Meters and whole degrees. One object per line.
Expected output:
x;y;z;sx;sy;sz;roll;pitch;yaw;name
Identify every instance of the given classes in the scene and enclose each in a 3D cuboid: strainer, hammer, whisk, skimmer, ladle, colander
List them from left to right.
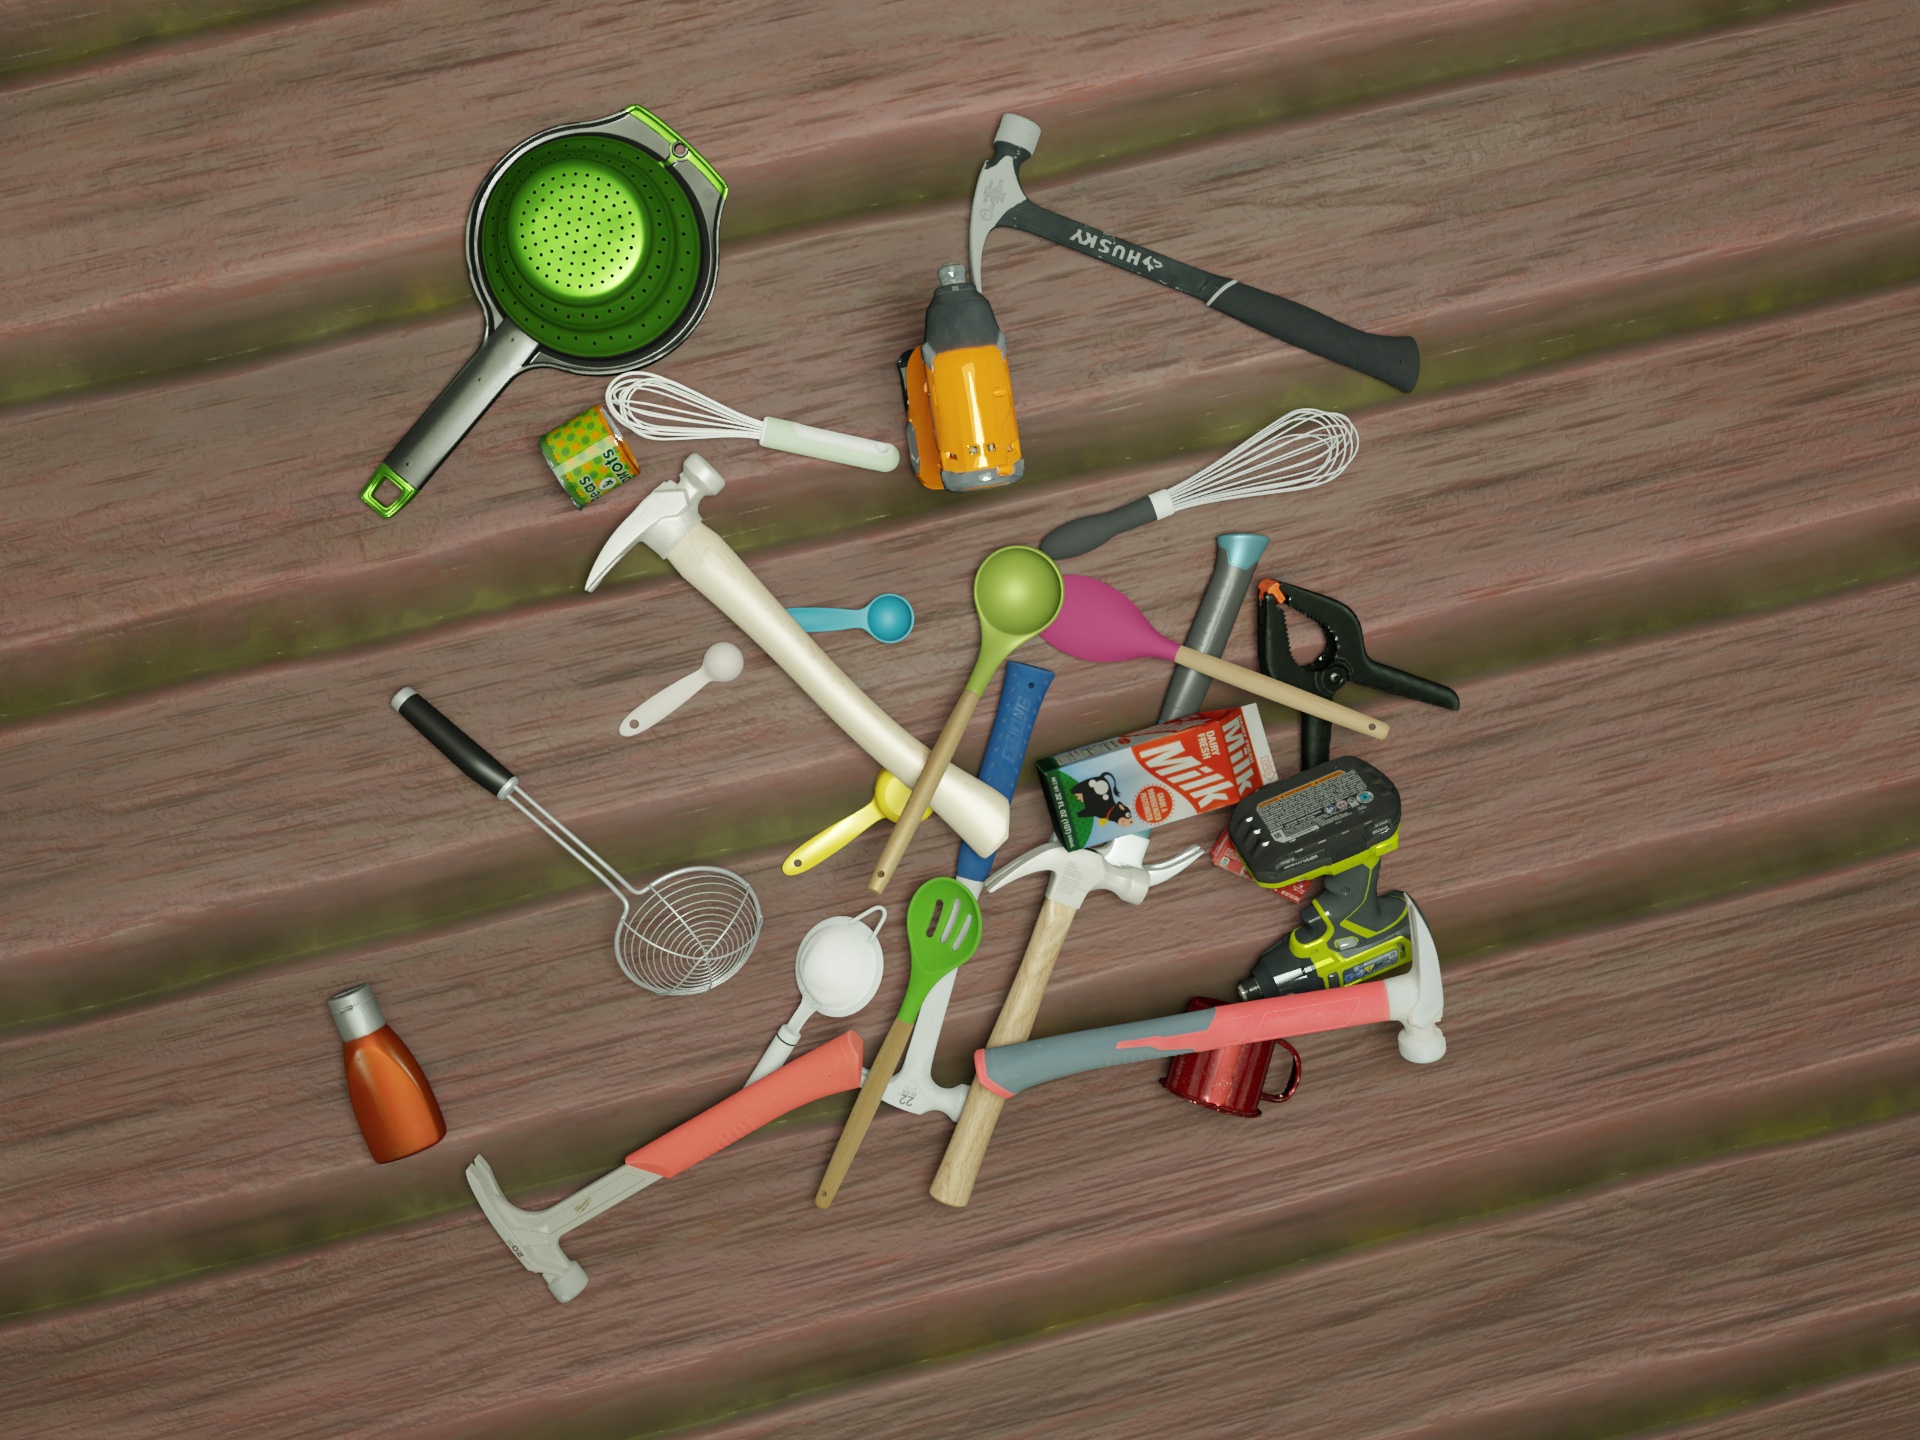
-0.351;-0.320;1.269;0.204;0.094;0.397;41;92;-8;colander
-0.329;0.096;1.353;0.363;0.090;0.127;40;95;2;skimmer
-0.242;0.358;1.363;0.359;0.037;0.149;-31;99;9;hammer
-0.170;-0.243;1.318;0.246;0.058;0.059;11;134;-10;whisk
-0.145;0.267;1.375;0.087;0.050;0.258;38;102;28;strainer
-0.123;-0.029;1.327;0.410;0.038;0.146;44;89;-3;hammer
-0.002;-0.004;1.299;0.078;0.062;0.320;23;70;11;ladle
0.000;0.146;1.380;0.144;0.035;0.405;15;95;-6;hammer
0.044;0.260;1.364;0.130;0.031;0.331;20;94;-9;hammer
0.189;-0.009;1.378;0.128;0.033;0.331;20;95;-6;hammer
0.200;-0.196;1.350;0.284;0.070;0.070;-21;98;3;whisk
0.199;-0.362;1.337;0.409;0.036;0.149;20;96;-7;hammer
0.200;0.242;1.312;0.386;0.038;0.143;-10;109;3;hammer

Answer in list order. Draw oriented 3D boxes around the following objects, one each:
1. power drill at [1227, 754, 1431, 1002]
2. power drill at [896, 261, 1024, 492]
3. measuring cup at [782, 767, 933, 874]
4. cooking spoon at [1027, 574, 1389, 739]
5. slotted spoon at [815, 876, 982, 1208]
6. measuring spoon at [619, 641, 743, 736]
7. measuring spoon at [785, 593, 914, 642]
0.303;0.149;1.342;0.171;0.080;0.223;-22;131;-3;power drill
-0.001;-0.259;1.236;0.084;0.226;0.164;-9;97;-4;power drill
-0.087;0.090;1.369;0.156;0.029;0.062;-34;98;-2;measuring cup
0.207;-0.048;1.342;0.319;0.017;0.069;22;92;10;cooking spoon
-0.059;0.277;1.358;0.070;0.031;0.314;26;98;21;slotted spoon
-0.239;-0.023;1.350;0.124;0.018;0.034;-35;98;0;measuring spoon
-0.102;-0.087;1.358;0.128;0.021;0.042;0;96;5;measuring spoon
